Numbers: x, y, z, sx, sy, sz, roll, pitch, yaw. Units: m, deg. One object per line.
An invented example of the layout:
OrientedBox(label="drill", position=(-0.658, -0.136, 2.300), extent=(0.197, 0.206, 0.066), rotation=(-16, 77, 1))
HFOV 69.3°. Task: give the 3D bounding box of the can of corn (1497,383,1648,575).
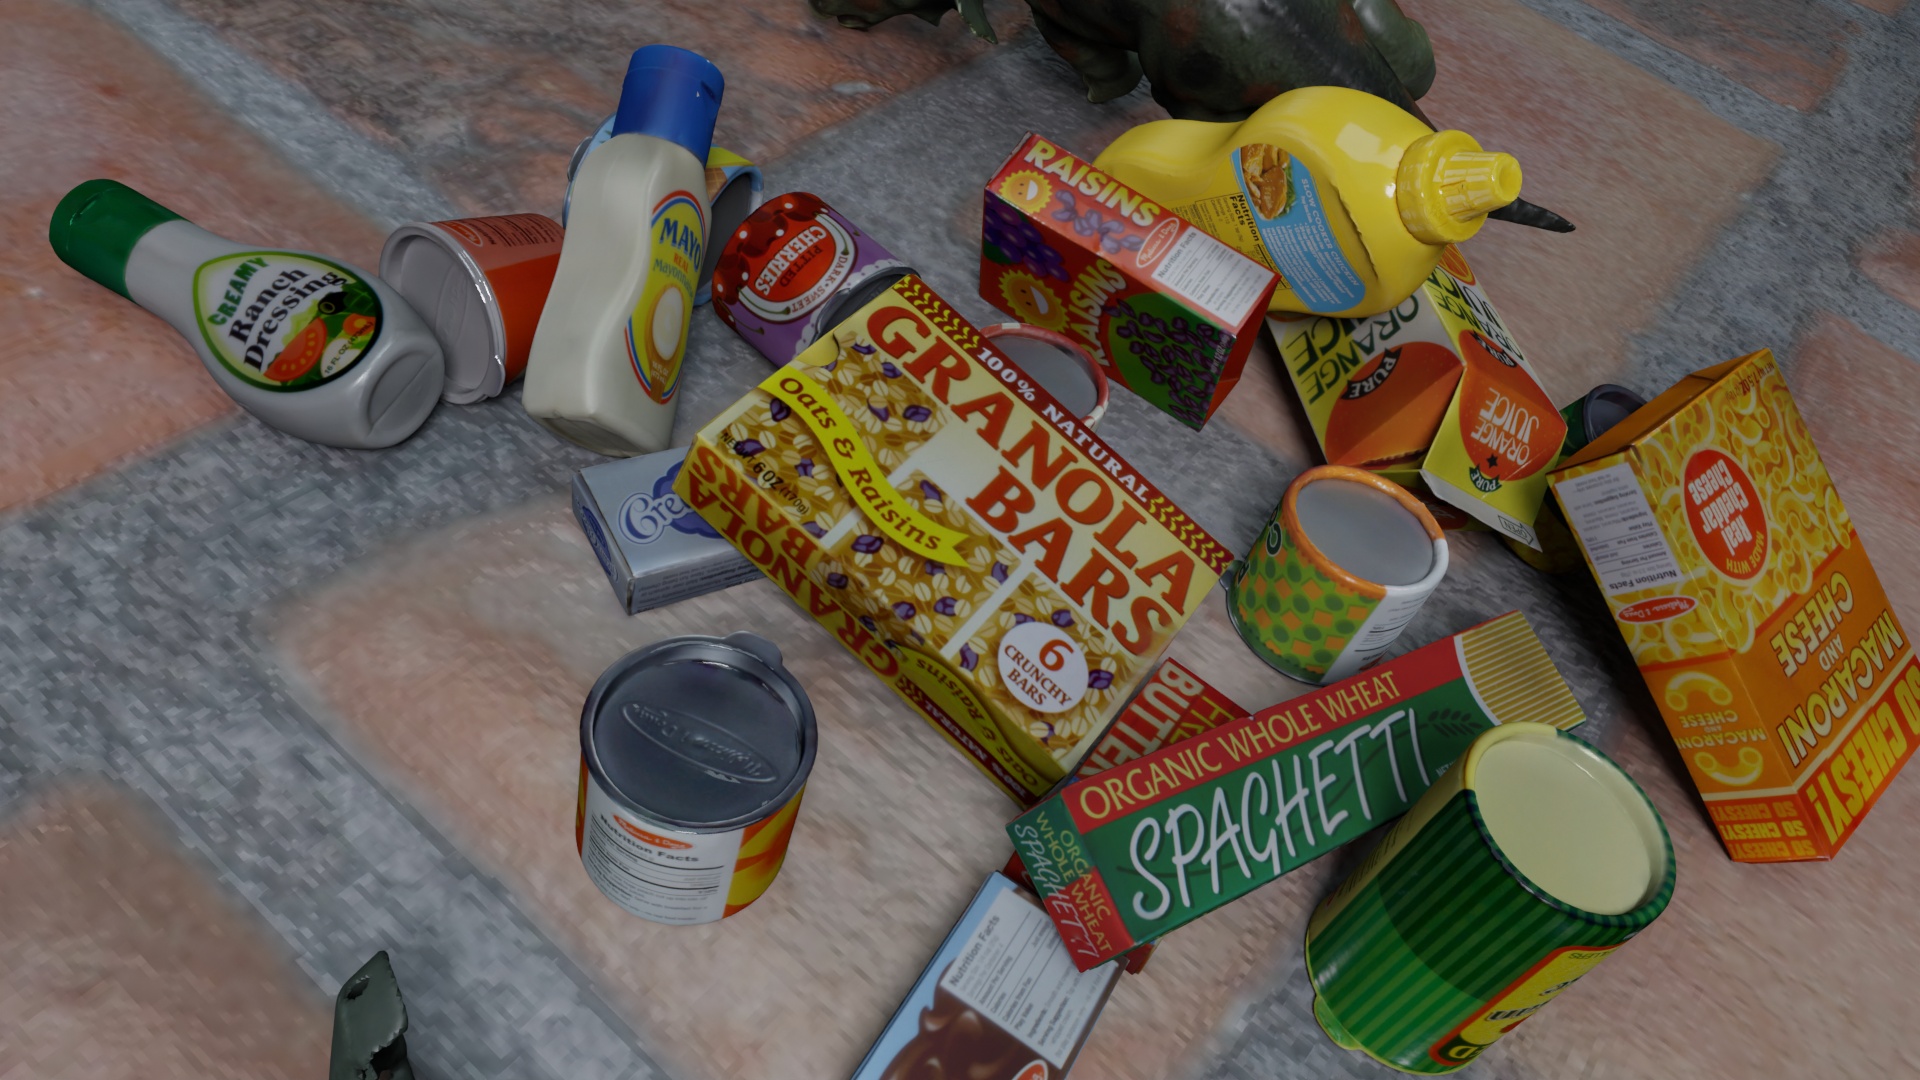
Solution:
OrientedBox(label="can of corn", position=(0.269, -0.023, 0.600), extent=(0.071, 0.058, 0.071), rotation=(14, 58, -25))

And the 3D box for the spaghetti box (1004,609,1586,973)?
OrientedBox(label="spaghetti box", position=(0.125, 0.075, 0.465), extent=(0.251, 0.028, 0.050), rotation=(-13, 68, -37))

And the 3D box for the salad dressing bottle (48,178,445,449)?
OrientedBox(label="salad dressing bottle", position=(-0.257, -0.084, 0.498), extent=(0.148, 0.043, 0.064), rotation=(27, 70, 12))

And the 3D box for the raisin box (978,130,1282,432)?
OrientedBox(label="raisin box", position=(0.069, -0.111, 0.600), extent=(0.123, 0.085, 0.040), rotation=(33, 71, 13))

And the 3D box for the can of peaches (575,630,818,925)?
OrientedBox(label="can of peaches", position=(-0.078, 0.070, 0.411), extent=(0.071, 0.057, 0.071), rotation=(9, 46, -10))

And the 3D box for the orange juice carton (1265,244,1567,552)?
OrientedBox(label="orange juice carton", position=(0.195, -0.077, 0.608), extent=(0.072, 0.072, 0.193), rotation=(23, 39, -32))

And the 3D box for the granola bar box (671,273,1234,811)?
OrientedBox(label="granola bar box", position=(0.002, -0.006, 0.494), extent=(0.165, 0.039, 0.125), rotation=(42, 51, 4))

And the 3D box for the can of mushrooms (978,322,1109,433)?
OrientedBox(label="can of mushrooms", position=(0.028, -0.059, 0.580), extent=(0.071, 0.033, 0.071), rotation=(9, 47, -10))

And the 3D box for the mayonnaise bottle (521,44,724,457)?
OrientedBox(label="mayonnaise bottle", position=(-0.119, -0.108, 0.512), extent=(0.041, 0.064, 0.148), rotation=(6, 78, 17))

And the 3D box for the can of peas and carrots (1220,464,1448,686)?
OrientedBox(label="can of peas and carrots", position=(0.143, 0.012, 0.537), extent=(0.071, 0.058, 0.071), rotation=(10, 47, -10))

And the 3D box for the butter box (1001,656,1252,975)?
OrientedBox(label="butter box", position=(0.064, 0.089, 0.464), extent=(0.053, 0.024, 0.104), rotation=(35, 48, 13))

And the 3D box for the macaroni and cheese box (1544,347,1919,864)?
OrientedBox(label="macaroni and cheese box", position=(0.310, 0.022, 0.545), extent=(0.124, 0.040, 0.166), rotation=(-27, 91, -34))

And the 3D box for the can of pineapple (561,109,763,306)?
OrientedBox(label="can of pineapple", position=(-0.123, -0.139, 0.579), extent=(0.058, 0.070, 0.071), rotation=(27, 46, 6))

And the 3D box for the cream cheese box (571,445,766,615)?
OrientedBox(label="cream cheese box", position=(-0.082, -0.011, 0.506), extent=(0.104, 0.024, 0.053), rotation=(-16, 55, -29))

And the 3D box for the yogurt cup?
OrientedBox(label="yogurt cup", position=(-0.175, -0.091, 0.522), extent=(0.072, 0.072, 0.054), rotation=(38, 41, 17))

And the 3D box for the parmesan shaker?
OrientedBox(label="parmesan shaker", position=(0.155, 0.111, 0.419), extent=(0.071, 0.102, 0.072), rotation=(9, 47, -10))

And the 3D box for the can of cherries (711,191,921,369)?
OrientedBox(label="can of cherries", position=(-0.059, -0.100, 0.563), extent=(0.058, 0.071, 0.072), rotation=(41, 50, 19))

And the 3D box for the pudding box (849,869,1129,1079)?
OrientedBox(label="pudding box", position=(0.006, 0.141, 0.394), extent=(0.050, 0.030, 0.084), rotation=(32, 47, 10))
